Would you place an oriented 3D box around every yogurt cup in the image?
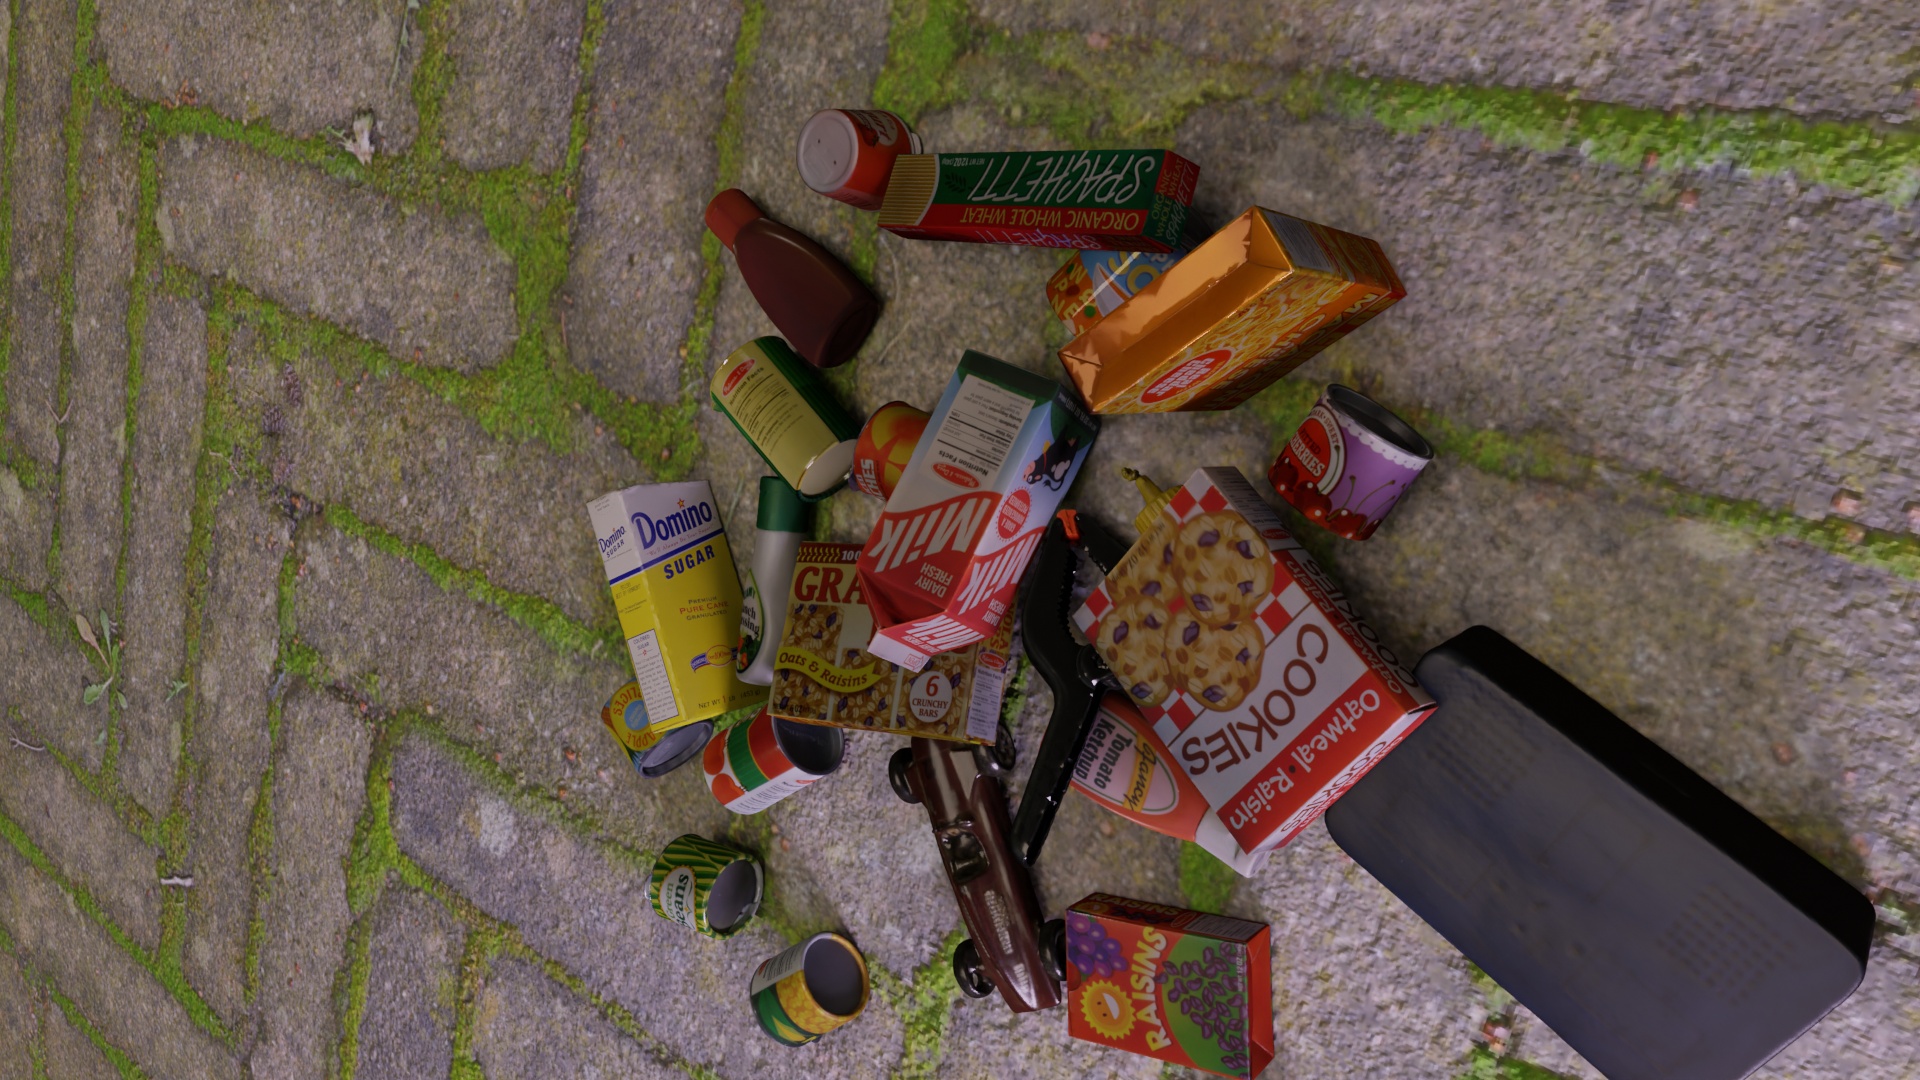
[{"bbox_3d":[-0.072,-0.254,0.920,0.072,0.054,0.072,5,98,35],"label":"yogurt cup"}]

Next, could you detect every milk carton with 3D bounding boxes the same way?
[{"bbox_3d":[0.003,-0.011,0.844,0.073,0.072,0.190,25,85,30],"label":"milk carton"}]

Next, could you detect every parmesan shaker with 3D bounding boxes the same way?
[{"bbox_3d":[-0.119,-0.082,0.964,0.103,0.071,0.071,49,119,20],"label":"parmesan shaker"}]

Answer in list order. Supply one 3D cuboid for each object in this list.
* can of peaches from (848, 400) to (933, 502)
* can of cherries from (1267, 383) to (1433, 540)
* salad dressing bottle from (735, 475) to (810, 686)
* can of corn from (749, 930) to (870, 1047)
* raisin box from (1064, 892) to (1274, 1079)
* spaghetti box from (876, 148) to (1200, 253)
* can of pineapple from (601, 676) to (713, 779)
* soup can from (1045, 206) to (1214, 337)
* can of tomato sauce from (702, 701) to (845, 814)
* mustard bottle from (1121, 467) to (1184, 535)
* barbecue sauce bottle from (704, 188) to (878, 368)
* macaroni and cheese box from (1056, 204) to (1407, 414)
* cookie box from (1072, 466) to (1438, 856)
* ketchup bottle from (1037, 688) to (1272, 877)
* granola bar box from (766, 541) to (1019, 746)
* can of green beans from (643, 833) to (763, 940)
[{"bbox_3d":[-0.029,-0.049,0.903,0.058,0.071,0.071,25,109,29],"label":"can of peaches"},{"bbox_3d":[0.205,-0.042,0.741,0.071,0.072,0.058,43,118,23],"label":"can of cherries"},{"bbox_3d":[-0.132,0.028,0.994,0.064,0.044,0.147,-166,81,-66],"label":"salad dressing bottle"},{"bbox_3d":[-0.106,0.324,0.999,0.058,0.071,0.071,-37,75,32],"label":"can of corn"},{"bbox_3d":[0.126,0.270,0.848,0.123,0.040,0.086,1,97,35],"label":"raisin box"},{"bbox_3d":[0.036,-0.201,0.817,0.250,0.029,0.050,18,92,50],"label":"spaghetti box"},{"bbox_3d":[-0.233,0.139,1.065,0.058,0.071,0.070,48,119,21],"label":"can of pineapple"},{"bbox_3d":[0.101,-0.153,0.802,0.083,0.071,0.071,-43,71,31],"label":"soup can"},{"bbox_3d":[-0.135,0.151,1.001,0.083,0.071,0.071,-33,77,33],"label":"can of tomato sauce"},{"bbox_3d":[0.146,0.016,0.801,0.065,0.049,0.160,-46,69,28],"label":"mustard bottle"},{"bbox_3d":[-0.123,-0.189,0.969,0.149,0.044,0.064,47,118,22],"label":"barbecue sauce bottle"},{"bbox_3d":[0.145,-0.114,0.716,0.123,0.167,0.040,-34,76,32],"label":"macaroni and cheese box"},{"bbox_3d":[0.150,0.062,0.737,0.168,0.040,0.122,55,125,26],"label":"cookie box"},{"bbox_3d":[0.120,0.145,0.836,0.149,0.043,0.064,31,103,27],"label":"ketchup bottle"},{"bbox_3d":[-0.046,0.065,0.922,0.165,0.039,0.124,1,75,35],"label":"granola bar box"},{"bbox_3d":[-0.192,0.262,1.051,0.058,0.071,0.071,10,101,33],"label":"can of green beans"}]
